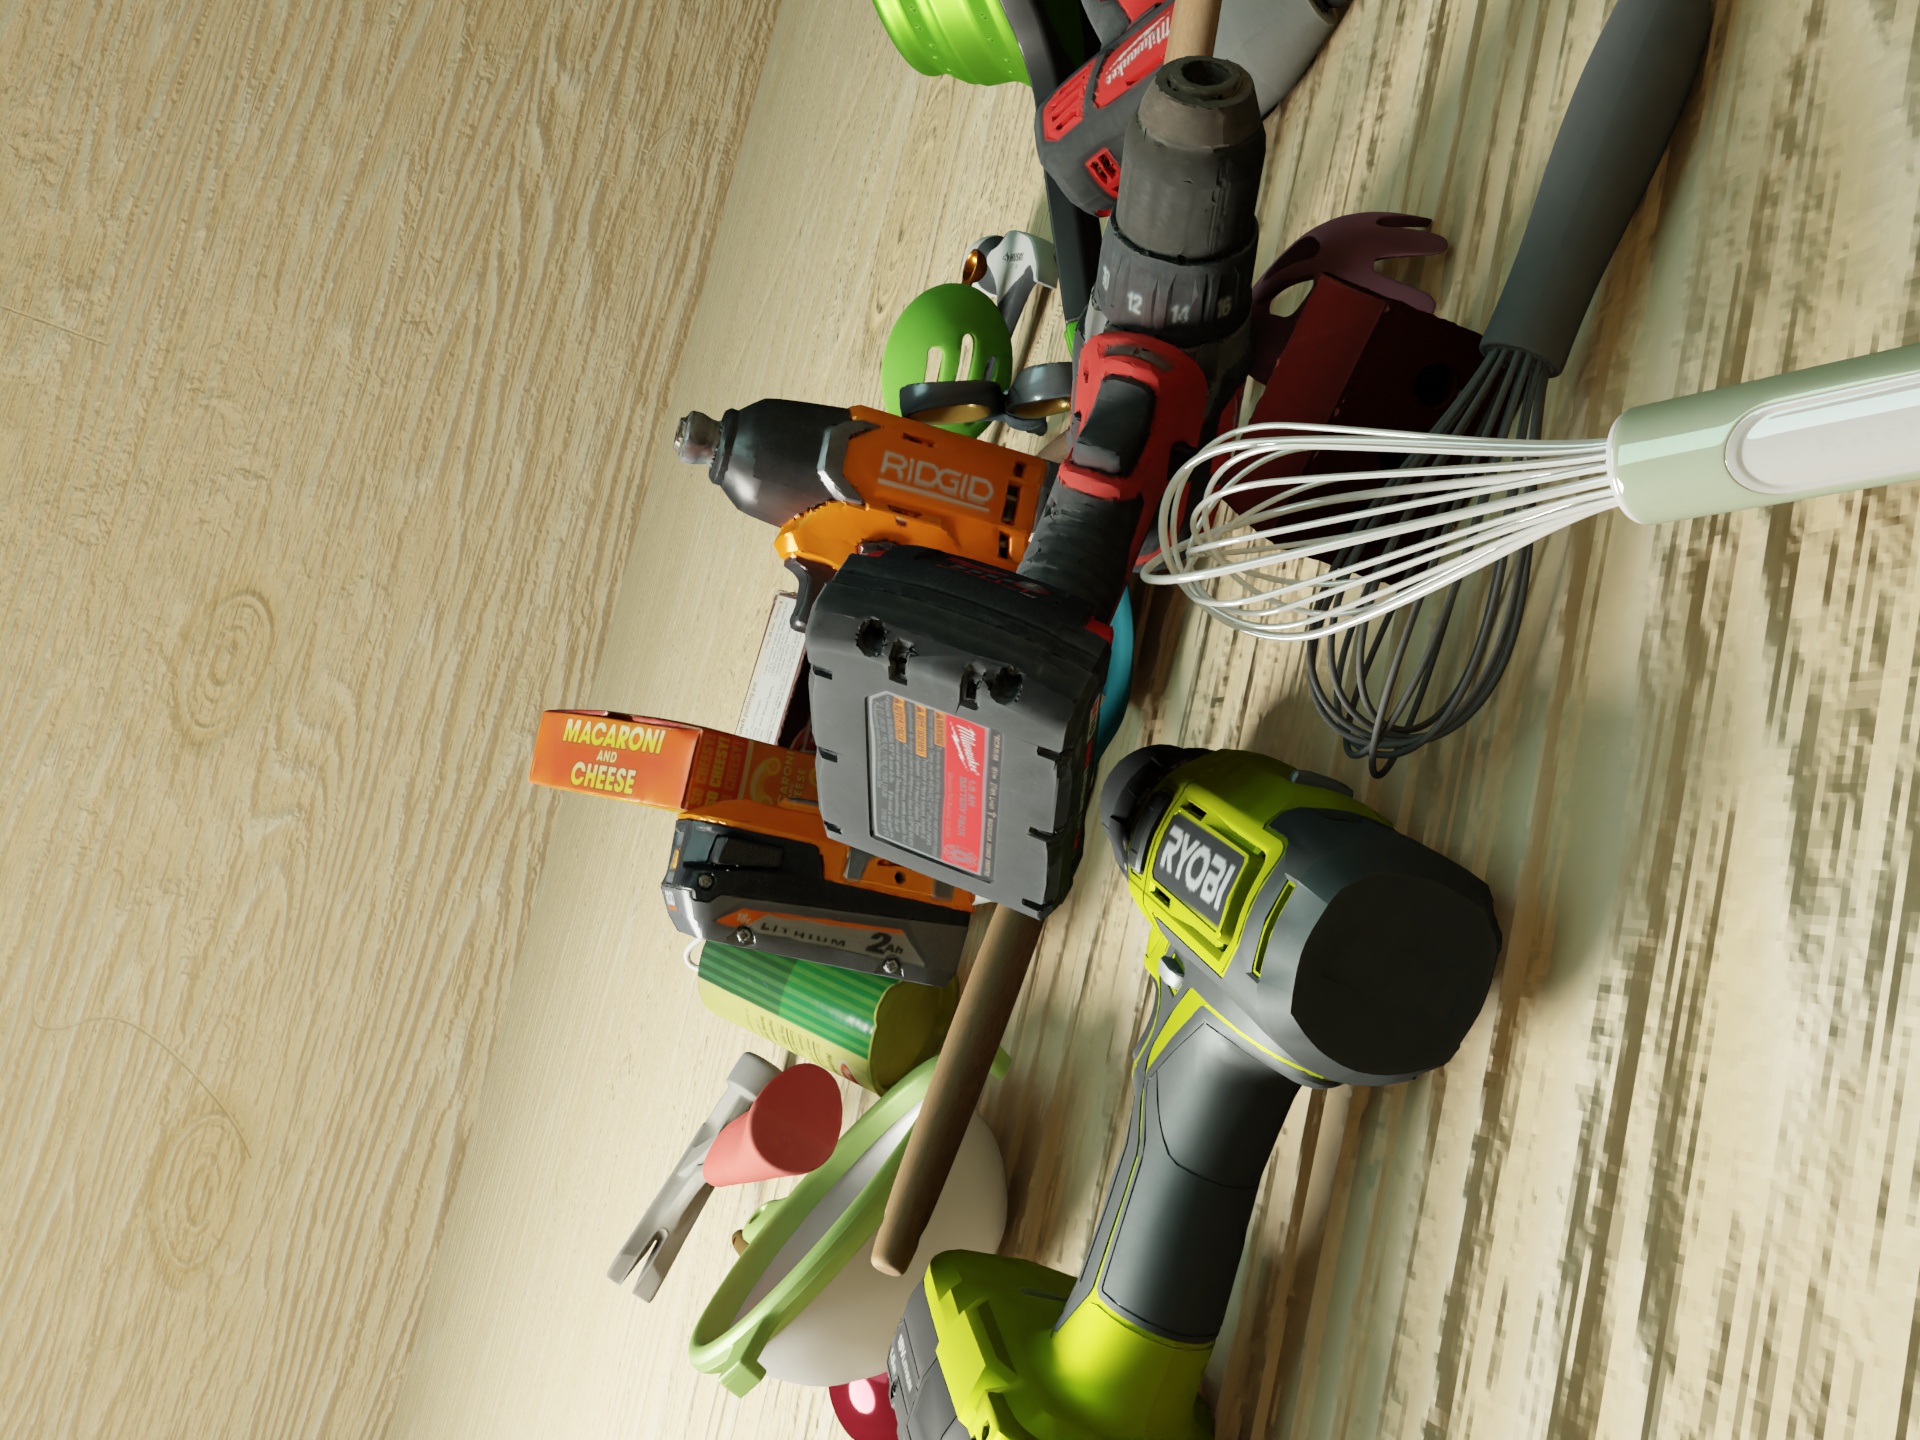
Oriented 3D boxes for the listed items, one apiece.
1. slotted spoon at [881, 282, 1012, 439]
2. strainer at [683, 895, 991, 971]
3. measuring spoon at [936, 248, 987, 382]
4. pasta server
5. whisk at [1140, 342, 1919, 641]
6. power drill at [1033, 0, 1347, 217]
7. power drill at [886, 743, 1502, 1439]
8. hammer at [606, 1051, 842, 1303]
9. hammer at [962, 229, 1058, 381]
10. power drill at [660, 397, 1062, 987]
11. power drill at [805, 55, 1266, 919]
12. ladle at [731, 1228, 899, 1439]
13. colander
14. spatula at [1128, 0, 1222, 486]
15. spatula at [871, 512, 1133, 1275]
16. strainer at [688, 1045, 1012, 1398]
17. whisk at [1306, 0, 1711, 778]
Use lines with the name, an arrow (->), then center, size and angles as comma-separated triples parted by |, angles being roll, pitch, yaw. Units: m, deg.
slotted spoon -> -0.032, -0.070, 0.830 | 0.031, 0.070, 0.313 | -124, 42, -50
strainer -> -0.048, 0.092, 0.772 | 0.258, 0.050, 0.087 | -19, 96, 47
measuring spoon -> -0.002, -0.205, 0.891 | 0.021, 0.011, 0.117 | -158, 80, -67
pasta server -> 0.092, -0.136, 0.655 | 0.316, 0.040, 0.060 | 166, 118, -73
whisk -> 0.136, -0.052, 0.338 | 0.246, 0.059, 0.057 | -6, 109, 49
power drill -> 0.097, -0.339, 0.703 | 0.143, 0.078, 0.220 | -25, 53, 36
power drill -> 0.055, 0.117, 0.470 | 0.191, 0.080, 0.228 | -140, 69, -75
hammer -> -0.113, 0.218, 0.777 | 0.149, 0.036, 0.359 | -58, 3, -22
hammer -> -0.021, -0.080, 0.913 | 0.149, 0.036, 0.409 | -139, 66, -68
power drill -> -0.054, -0.018, 0.647 | 0.084, 0.164, 0.226 | 164, 119, -73
power drill -> 0.038, -0.075, 0.493 | 0.187, 0.080, 0.227 | 92, -158, -51
ladle -> -0.076, 0.283, 0.783 | 0.315, 0.031, 0.069 | -20, 51, 69
colander -> 0.012, -0.330, 0.811 | 0.094, 0.204, 0.397 | -13, 72, 21
spatula -> 0.073, -0.162, 0.617 | 0.060, 0.018, 0.315 | -105, 18, -55
spatula -> 0.020, 0.046, 0.584 | 0.082, 0.044, 0.318 | 103, -172, -58
strainer -> -0.045, 0.222, 0.660 | 0.151, 0.069, 0.256 | -47, -1, -25
whisk -> 0.152, -0.097, 0.426 | 0.239, 0.055, 0.055 | -68, 19, 2
